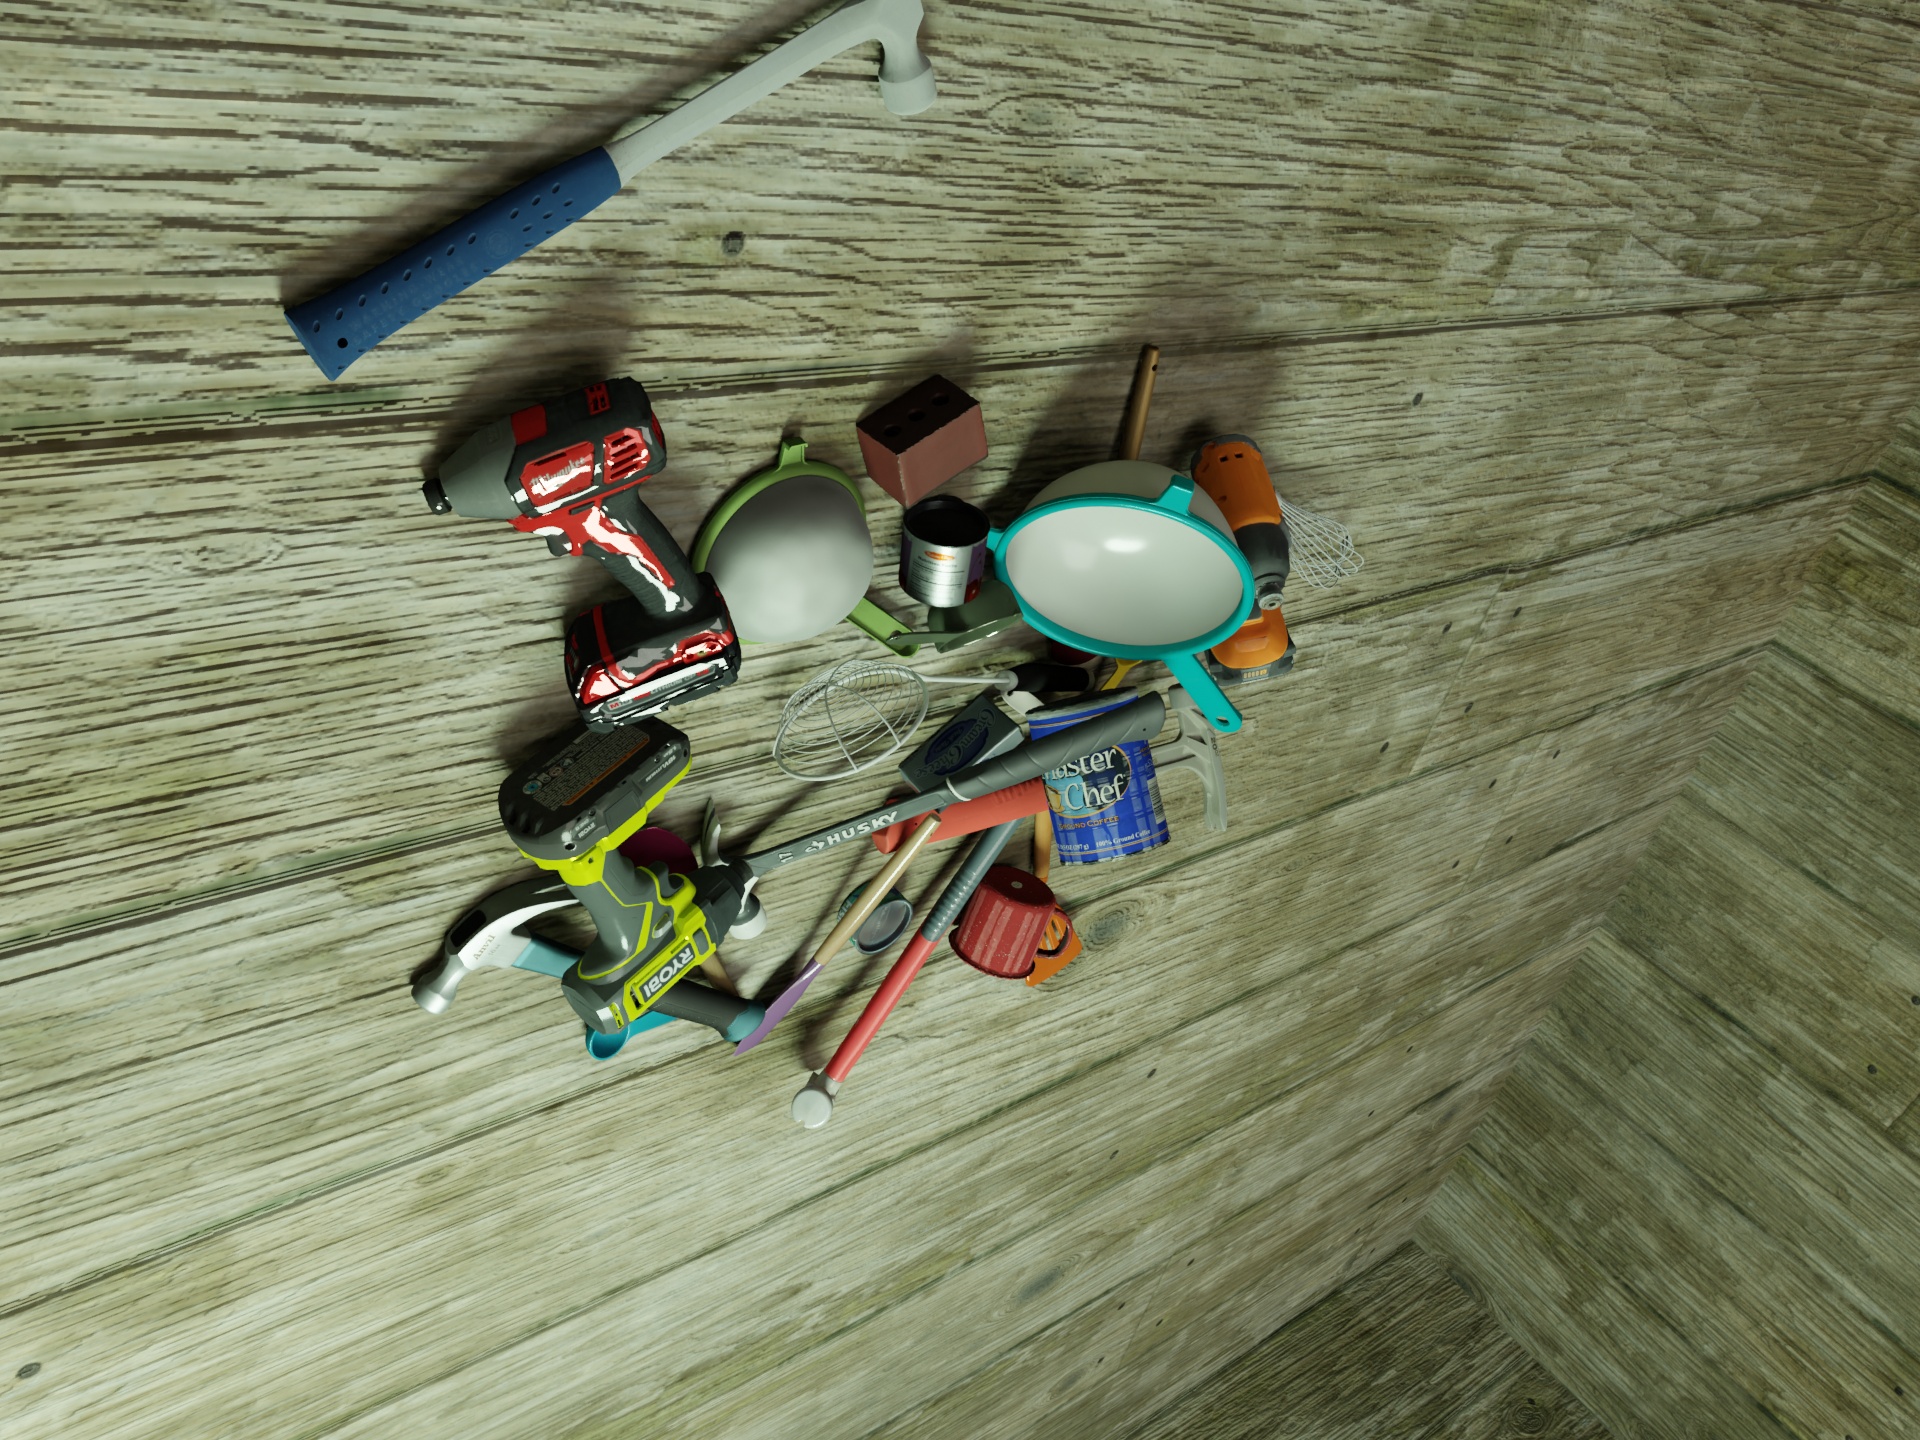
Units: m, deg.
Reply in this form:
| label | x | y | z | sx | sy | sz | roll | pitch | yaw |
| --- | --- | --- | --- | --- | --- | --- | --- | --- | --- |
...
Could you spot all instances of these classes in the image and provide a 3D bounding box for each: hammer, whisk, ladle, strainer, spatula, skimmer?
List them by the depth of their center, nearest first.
| label | x | y | z | sx | sy | sz | roll | pitch | yaw |
| --- | --- | --- | --- | --- | --- | --- | --- | --- | --- |
| hammer | -0.187 | -0.317 | 0.879 | 0.405 | 0.035 | 0.143 | -37 | 144 | -15 |
| strainer | -0.088 | -0.087 | 1.176 | 0.151 | 0.069 | 0.256 | -51 | 144 | 4 |
| hammer | -0.275 | 0.210 | 1.283 | 0.128 | 0.033 | 0.330 | -51 | 141 | 5 |
| hammer | -0.021 | 0.059 | 1.319 | 0.409 | 0.036 | 0.149 | -21 | 137 | -5 |
| skimmer | -0.002 | -0.004 | 1.320 | 0.363 | 0.127 | 0.090 | -2 | 97 | -51 |
| strainer | 0.169 | -0.112 | 1.339 | 0.340 | 0.211 | 0.095 | 46 | 46 | -44 |
| ladle | 0.132 | -0.173 | 1.368 | 0.069 | 0.031 | 0.315 | -16 | 133 | -33 |
| spatula | -0.113 | 0.198 | 1.428 | 0.316 | 0.018 | 0.059 | -51 | 163 | 21 |
| hammer | 0.088 | 0.073 | 1.478 | 0.359 | 0.037 | 0.149 | -14 | 96 | -25 |
| whisk | 0.304 | -0.196 | 1.508 | 0.070 | 0.070 | 0.284 | -53 | 140 | 8 |
| hammer | -0.036 | 0.214 | 1.531 | 0.386 | 0.038 | 0.143 | -56 | 178 | -1 |
| spatula | 0.089 | 0.144 | 1.616 | 0.081 | 0.041 | 0.322 | -30 | 141 | -28 |

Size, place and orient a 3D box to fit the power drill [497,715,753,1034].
| label | x | y | z | sx | sy | sz | roll | pitch | yaw |
| --- | --- | --- | --- | --- | --- | --- | --- | --- | --- |
| power drill | -0.236 | 0.104 | 1.166 | 0.171 | 0.080 | 0.223 | -42 | 141 | -30 |

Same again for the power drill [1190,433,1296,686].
| label | x | y | z | sx | sy | sz | roll | pitch | yaw |
| --- | --- | --- | --- | --- | --- | --- | --- | --- | --- |
| power drill | 0.252 | -0.123 | 1.412 | 0.084 | 0.164 | 0.226 | -12 | 149 | 2 |

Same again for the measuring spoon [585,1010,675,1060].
| label | x | y | z | sx | sy | sz | roll | pitch | yaw |
| --- | --- | --- | --- | --- | --- | --- | --- | --- | --- |
| measuring spoon | -0.272 | 0.253 | 1.363 | 0.128 | 0.021 | 0.042 | -17 | 123 | -49 |

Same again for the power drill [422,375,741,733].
| label | x | y | z | sx | sy | sz | roll | pitch | yaw |
| --- | --- | --- | --- | --- | --- | --- | --- | --- | --- |
| power drill | -0.231 | -0.101 | 0.996 | 0.143 | 0.079 | 0.219 | -21 | 136 | -4 |

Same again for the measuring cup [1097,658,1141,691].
| label | x | y | z | sx | sy | sz | roll | pitch | yaw |
| --- | --- | --- | --- | --- | --- | --- | --- | --- | --- |
| measuring cup | 0.136 | -0.045 | 1.505 | 0.062 | 0.029 | 0.156 | -3 | 137 | -46 |

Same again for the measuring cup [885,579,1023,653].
| label | x | y | z | sx | sy | sz | roll | pitch | yaw |
| --- | --- | --- | --- | --- | --- | --- | --- | --- | --- |
| measuring cup | -0.014 | -0.082 | 1.248 | 0.083 | 0.038 | 0.167 | -25 | 172 | 31 |

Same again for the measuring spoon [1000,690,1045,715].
| label | x | y | z | sx | sy | sz | roll | pitch | yaw |
| --- | --- | --- | --- | --- | --- | --- | --- | --- | --- |
| measuring spoon | 0.069 | -0.011 | 1.471 | 0.034 | 0.018 | 0.124 | -48 | 139 | 7 |

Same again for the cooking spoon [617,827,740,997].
| label | x | y | z | sx | sy | sz | roll | pitch | yaw |
| --- | --- | --- | --- | --- | --- | --- | --- | --- | --- |
| cooking spoon | -0.224 | 0.182 | 1.337 | 0.069 | 0.017 | 0.318 | -23 | 141 | -6 |
